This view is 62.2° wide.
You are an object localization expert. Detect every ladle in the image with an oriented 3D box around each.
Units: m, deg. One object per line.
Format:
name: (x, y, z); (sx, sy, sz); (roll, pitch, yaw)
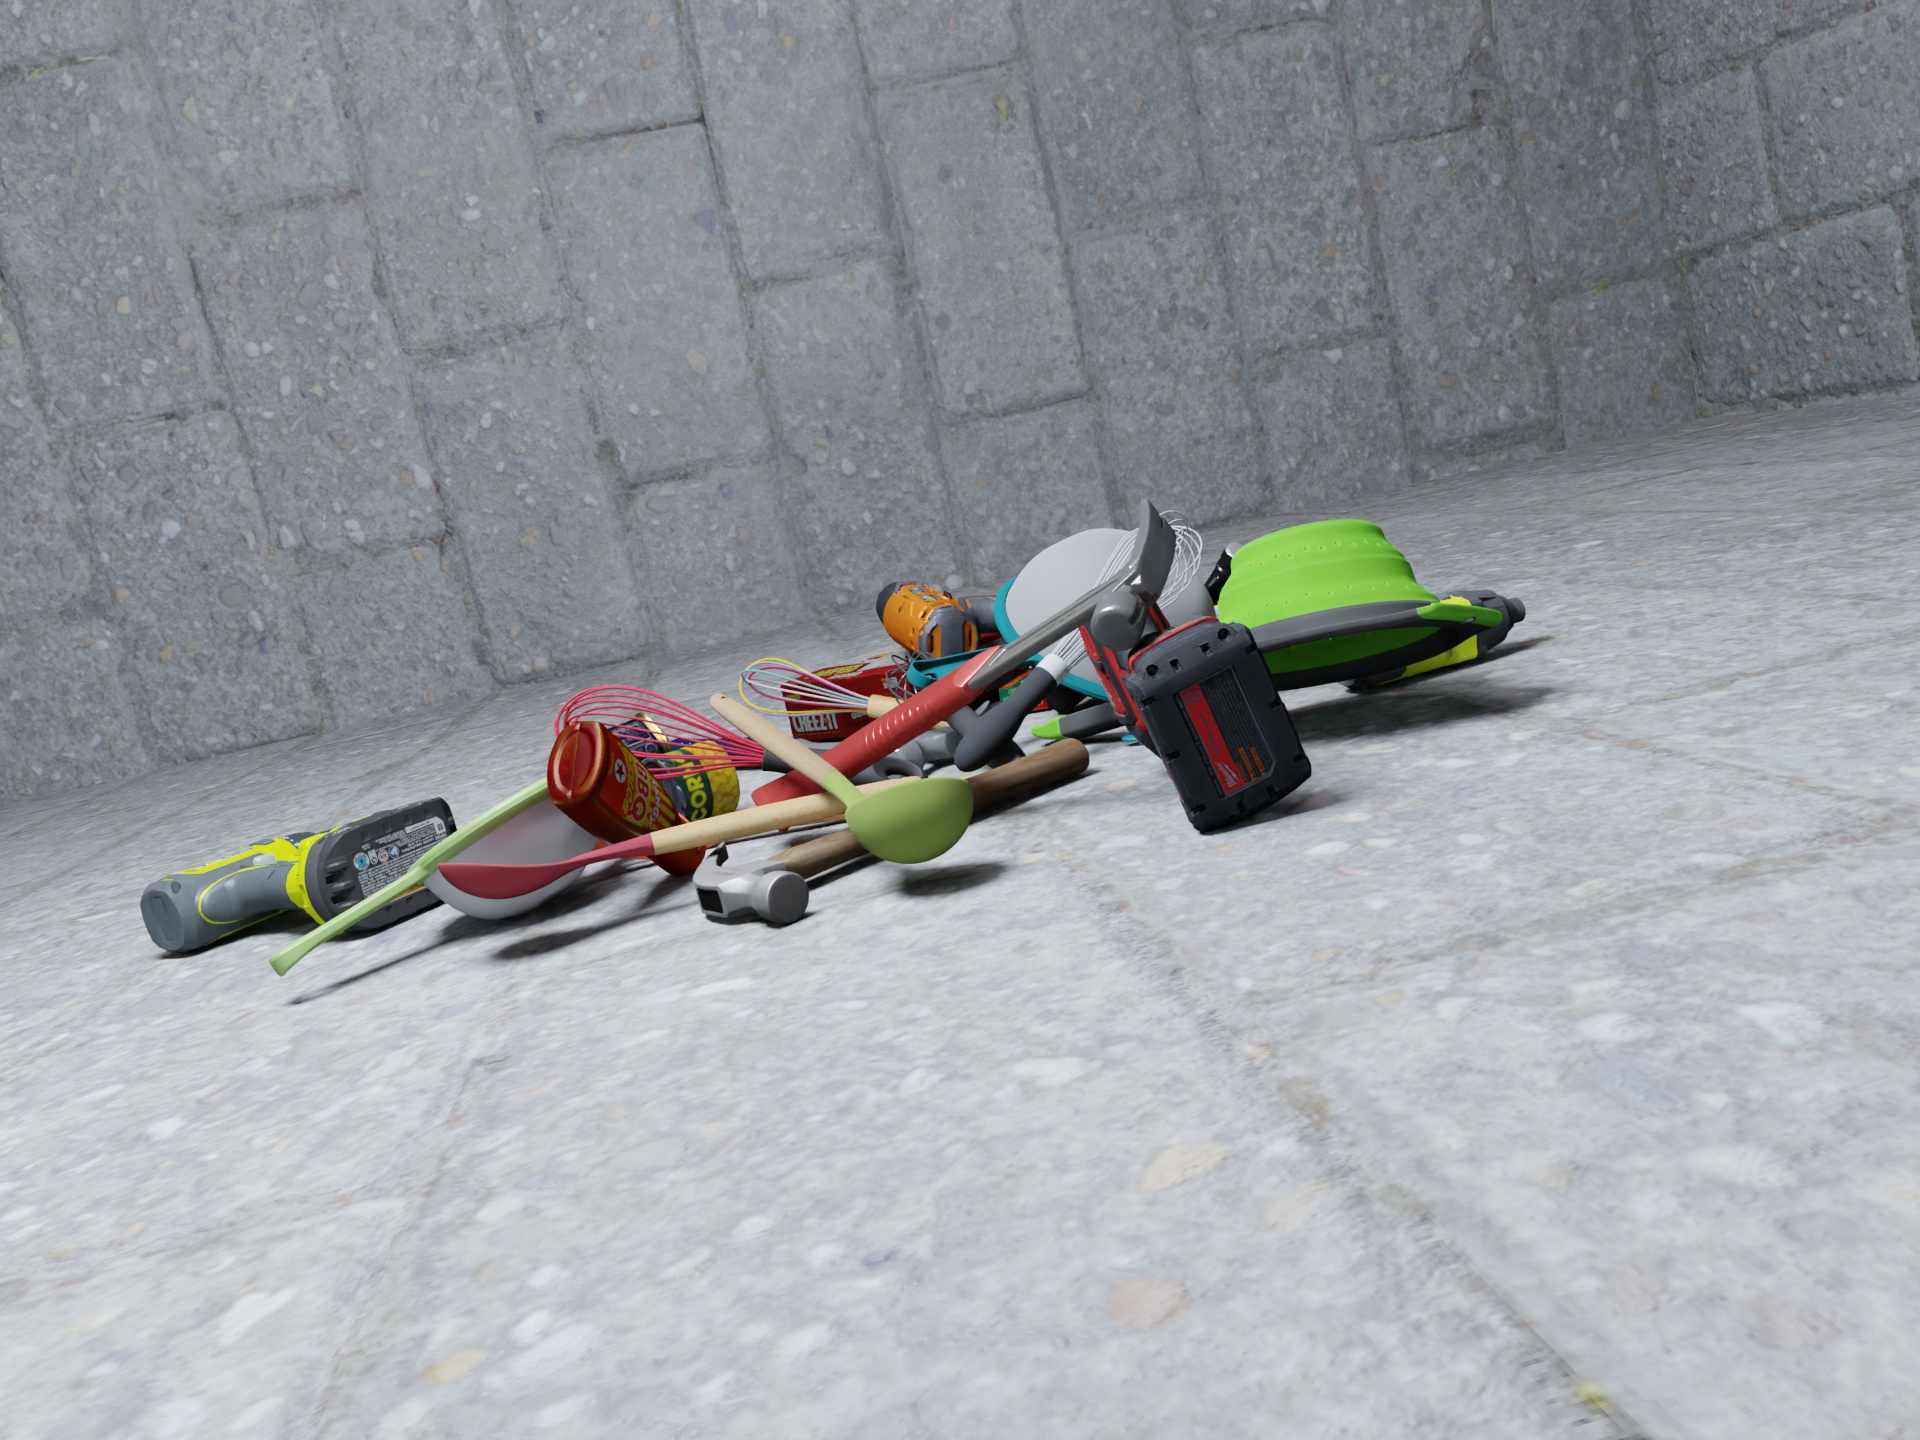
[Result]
ladle: (-0.095, 0.020, 1.048); (0.078, 0.062, 0.320); (-2, 18, -33)
ladle: (-0.175, 0.074, 1.034); (0.315, 0.031, 0.069); (-12, -2, -16)

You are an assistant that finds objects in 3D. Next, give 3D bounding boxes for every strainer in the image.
strainer: (0.095, -0.096, 1.359); (0.340, 0.095, 0.211); (-15, 45, -41)
strainer: (-0.337, 0.118, 1.081); (0.256, 0.069, 0.151); (-35, 1, -40)

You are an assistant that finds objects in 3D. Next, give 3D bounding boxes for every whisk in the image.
whisk: (-0.002, -0.005, 1.296); (0.055, 0.055, 0.239); (-15, 27, -20)
whisk: (0.092, -0.059, 1.236); (0.284, 0.070, 0.070); (-46, 21, -19)
whisk: (-0.171, 0.025, 1.237); (0.296, 0.073, 0.073); (9, 10, 2)
whisk: (-0.104, -0.022, 1.513); (0.245, 0.051, 0.047); (10, 50, 21)

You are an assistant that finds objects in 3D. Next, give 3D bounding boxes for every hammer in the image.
hammer: (-0.008, -0.021, 1.076); (0.359, 0.036, 0.149); (-32, 20, 31)
hammer: (0.181, -0.078, 1.581); (0.337, 0.034, 0.127); (-33, -19, -47)
hammer: (-0.036, 0.068, 1.082); (0.331, 0.031, 0.130); (-19, 12, -40)
hammer: (-0.139, 0.025, 1.482); (0.405, 0.035, 0.144); (-3, 13, 45)

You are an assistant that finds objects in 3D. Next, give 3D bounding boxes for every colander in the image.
colander: (0.201, -0.068, 1.205); (0.204, 0.094, 0.397); (2, -14, -46)

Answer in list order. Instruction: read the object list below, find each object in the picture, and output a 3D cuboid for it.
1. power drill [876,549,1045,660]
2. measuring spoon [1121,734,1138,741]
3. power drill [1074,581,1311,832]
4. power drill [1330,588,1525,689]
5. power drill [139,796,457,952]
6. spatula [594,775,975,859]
power drill: (0.032, -0.114, 1.580); (0.226, 0.084, 0.164); (-11, 24, -24)
measuring spoon: (0.187, -0.001, 1.234); (0.128, 0.021, 0.042); (-8, 10, 16)
power drill: (0.141, -0.012, 1.026); (0.078, 0.143, 0.220); (-27, 15, -2)
power drill: (0.354, -0.082, 1.359); (0.171, 0.080, 0.223); (-15, 13, -16)
power drill: (-0.504, 0.119, 1.265); (0.228, 0.080, 0.190); (-10, 9, 32)
spatula: (-0.127, 0.065, 1.196); (0.322, 0.041, 0.081); (-10, 33, 7)
